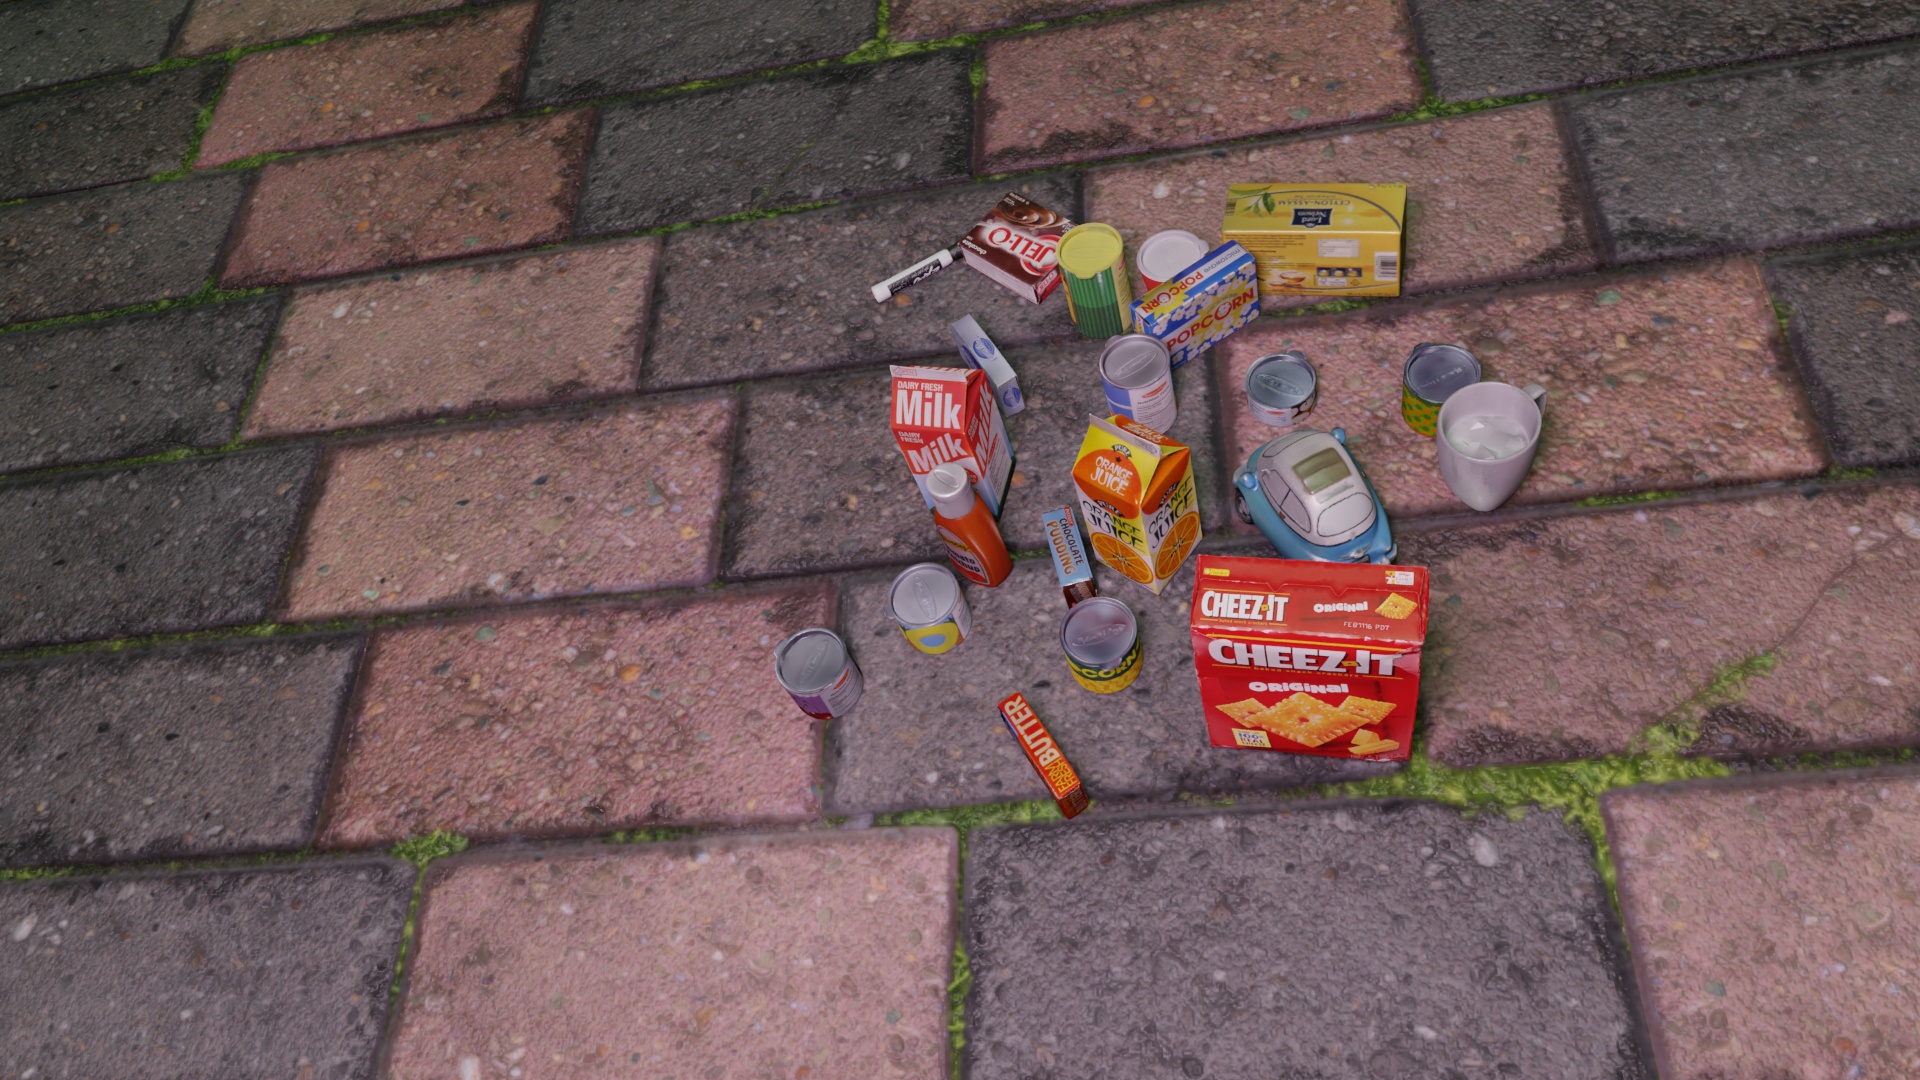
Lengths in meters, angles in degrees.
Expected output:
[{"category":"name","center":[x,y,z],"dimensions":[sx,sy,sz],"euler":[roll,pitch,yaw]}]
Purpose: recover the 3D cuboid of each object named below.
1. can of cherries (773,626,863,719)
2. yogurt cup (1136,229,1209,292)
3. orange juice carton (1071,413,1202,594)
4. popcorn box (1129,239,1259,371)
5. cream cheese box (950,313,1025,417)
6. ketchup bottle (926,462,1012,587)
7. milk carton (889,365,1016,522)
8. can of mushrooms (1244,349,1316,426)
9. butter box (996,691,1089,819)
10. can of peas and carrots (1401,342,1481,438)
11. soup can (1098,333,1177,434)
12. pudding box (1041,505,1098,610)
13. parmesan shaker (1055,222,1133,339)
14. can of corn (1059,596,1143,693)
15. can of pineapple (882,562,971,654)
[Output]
[{"category":"can of cherries","center":[-0.128,0.119,1.249],"dimensions":[0.071,0.058,0.072],"euler":[-7,57,11]},{"category":"yogurt cup","center":[0.215,-0.272,1.407],"dimensions":[0.072,0.053,0.073],"euler":[-7,57,11]},{"category":"orange juice carton","center":[0.152,-0.040,1.194],"dimensions":[0.072,0.192,0.073],"euler":[31,71,29]},{"category":"popcorn box","center":[0.230,-0.225,1.355],"dimensions":[0.127,0.085,0.038],"euler":[-33,57,-7]},{"category":"cream cheese box","center":[0.028,-0.176,1.396],"dimensions":[0.024,0.053,0.104],"euler":[-30,56,-5]},{"category":"ketchup bottle","center":[0.004,-0.016,1.244],"dimensions":[0.065,0.148,0.044],"euler":[31,71,29]},{"category":"milk carton","center":[-0.008,-0.099,1.274],"dimensions":[0.072,0.189,0.074],"euler":[6,61,18]},{"category":"can of mushrooms","center":[0.305,-0.144,1.316],"dimensions":[0.071,0.033,0.071],"euler":[-7,57,11]},{"category":"butter box","center":[0.069,0.180,1.162],"dimensions":[0.024,0.053,0.104],"euler":[-32,56,-6]},{"category":"can of peas and carrots","center":[0.434,-0.137,1.262],"dimensions":[0.071,0.058,0.071],"euler":[-7,57,11]},{"category":"soup can","center":[0.169,-0.148,1.323],"dimensions":[0.071,0.083,0.071],"euler":[-7,57,11]},{"category":"pudding box","center":[0.100,0.016,1.259],"dimensions":[0.030,0.049,0.084],"euler":[-16,56,5]},{"category":"parmesan shaker","center":[0.135,-0.256,1.388],"dimensions":[0.071,0.102,0.071],"euler":[-7,58,11]},{"category":"can of corn","center":[0.123,0.093,1.199],"dimensions":[0.071,0.058,0.071],"euler":[-7,57,11]},{"category":"can of pineapple","center":[-0.029,0.062,1.259],"dimensions":[0.071,0.057,0.071],"euler":[-7,57,11]}]
